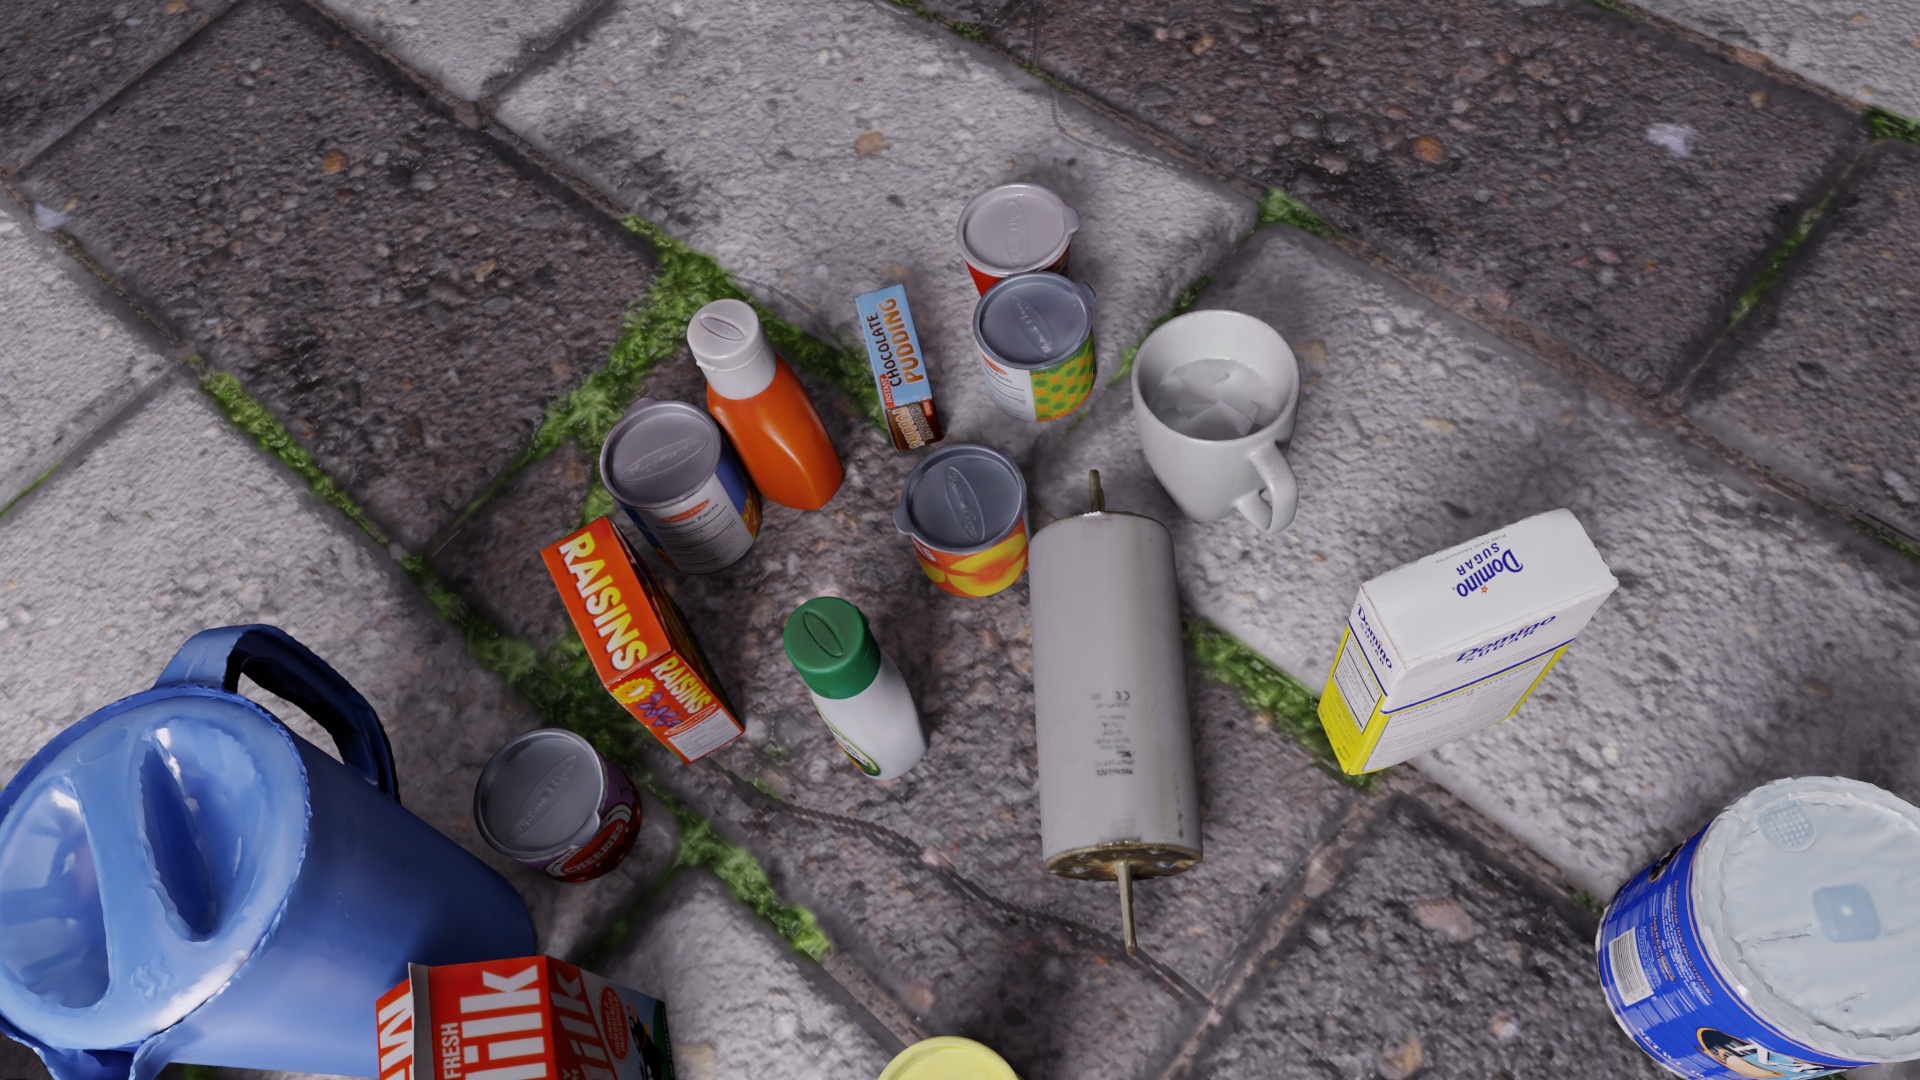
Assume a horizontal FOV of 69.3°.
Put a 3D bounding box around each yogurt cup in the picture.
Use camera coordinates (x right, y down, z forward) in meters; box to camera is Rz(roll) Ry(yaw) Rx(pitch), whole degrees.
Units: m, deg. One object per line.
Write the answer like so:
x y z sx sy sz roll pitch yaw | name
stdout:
0.034 -0.169 0.823 0.072 0.053 0.072 -3 63 7 | yogurt cup

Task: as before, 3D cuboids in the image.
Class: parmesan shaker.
0.003 0.252 0.588 0.071 0.102 0.071 -3 63 7 | parmesan shaker

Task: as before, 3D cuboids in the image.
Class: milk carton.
-0.182 0.225 0.579 0.073 0.189 0.072 -16 63 1 | milk carton

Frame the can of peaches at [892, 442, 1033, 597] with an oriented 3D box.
0.003 -0.009 0.745 0.071 0.058 0.071 -3 63 7 | can of peaches

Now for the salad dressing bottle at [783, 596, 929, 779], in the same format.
-0.049 0.071 0.661 0.044 0.147 0.064 -37 65 -10 | salad dressing bottle

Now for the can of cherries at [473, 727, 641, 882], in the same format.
-0.200 0.137 0.701 0.071 0.058 0.072 -3 63 7 | can of cherries

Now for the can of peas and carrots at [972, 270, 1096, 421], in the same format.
0.045 -0.111 0.789 0.071 0.058 0.071 -3 63 7 | can of peas and carrots

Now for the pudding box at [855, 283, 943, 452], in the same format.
-0.035 -0.100 0.800 0.030 0.049 0.084 -15 63 1 | pudding box

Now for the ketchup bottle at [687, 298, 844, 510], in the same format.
-0.106 -0.070 0.740 0.065 0.148 0.044 27 71 20 | ketchup bottle

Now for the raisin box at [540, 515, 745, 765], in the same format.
-0.157 0.053 0.700 0.040 0.123 0.086 -29 63 -6 | raisin box

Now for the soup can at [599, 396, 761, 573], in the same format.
-0.152 -0.030 0.763 0.071 0.083 0.071 -3 63 7 | soup can
